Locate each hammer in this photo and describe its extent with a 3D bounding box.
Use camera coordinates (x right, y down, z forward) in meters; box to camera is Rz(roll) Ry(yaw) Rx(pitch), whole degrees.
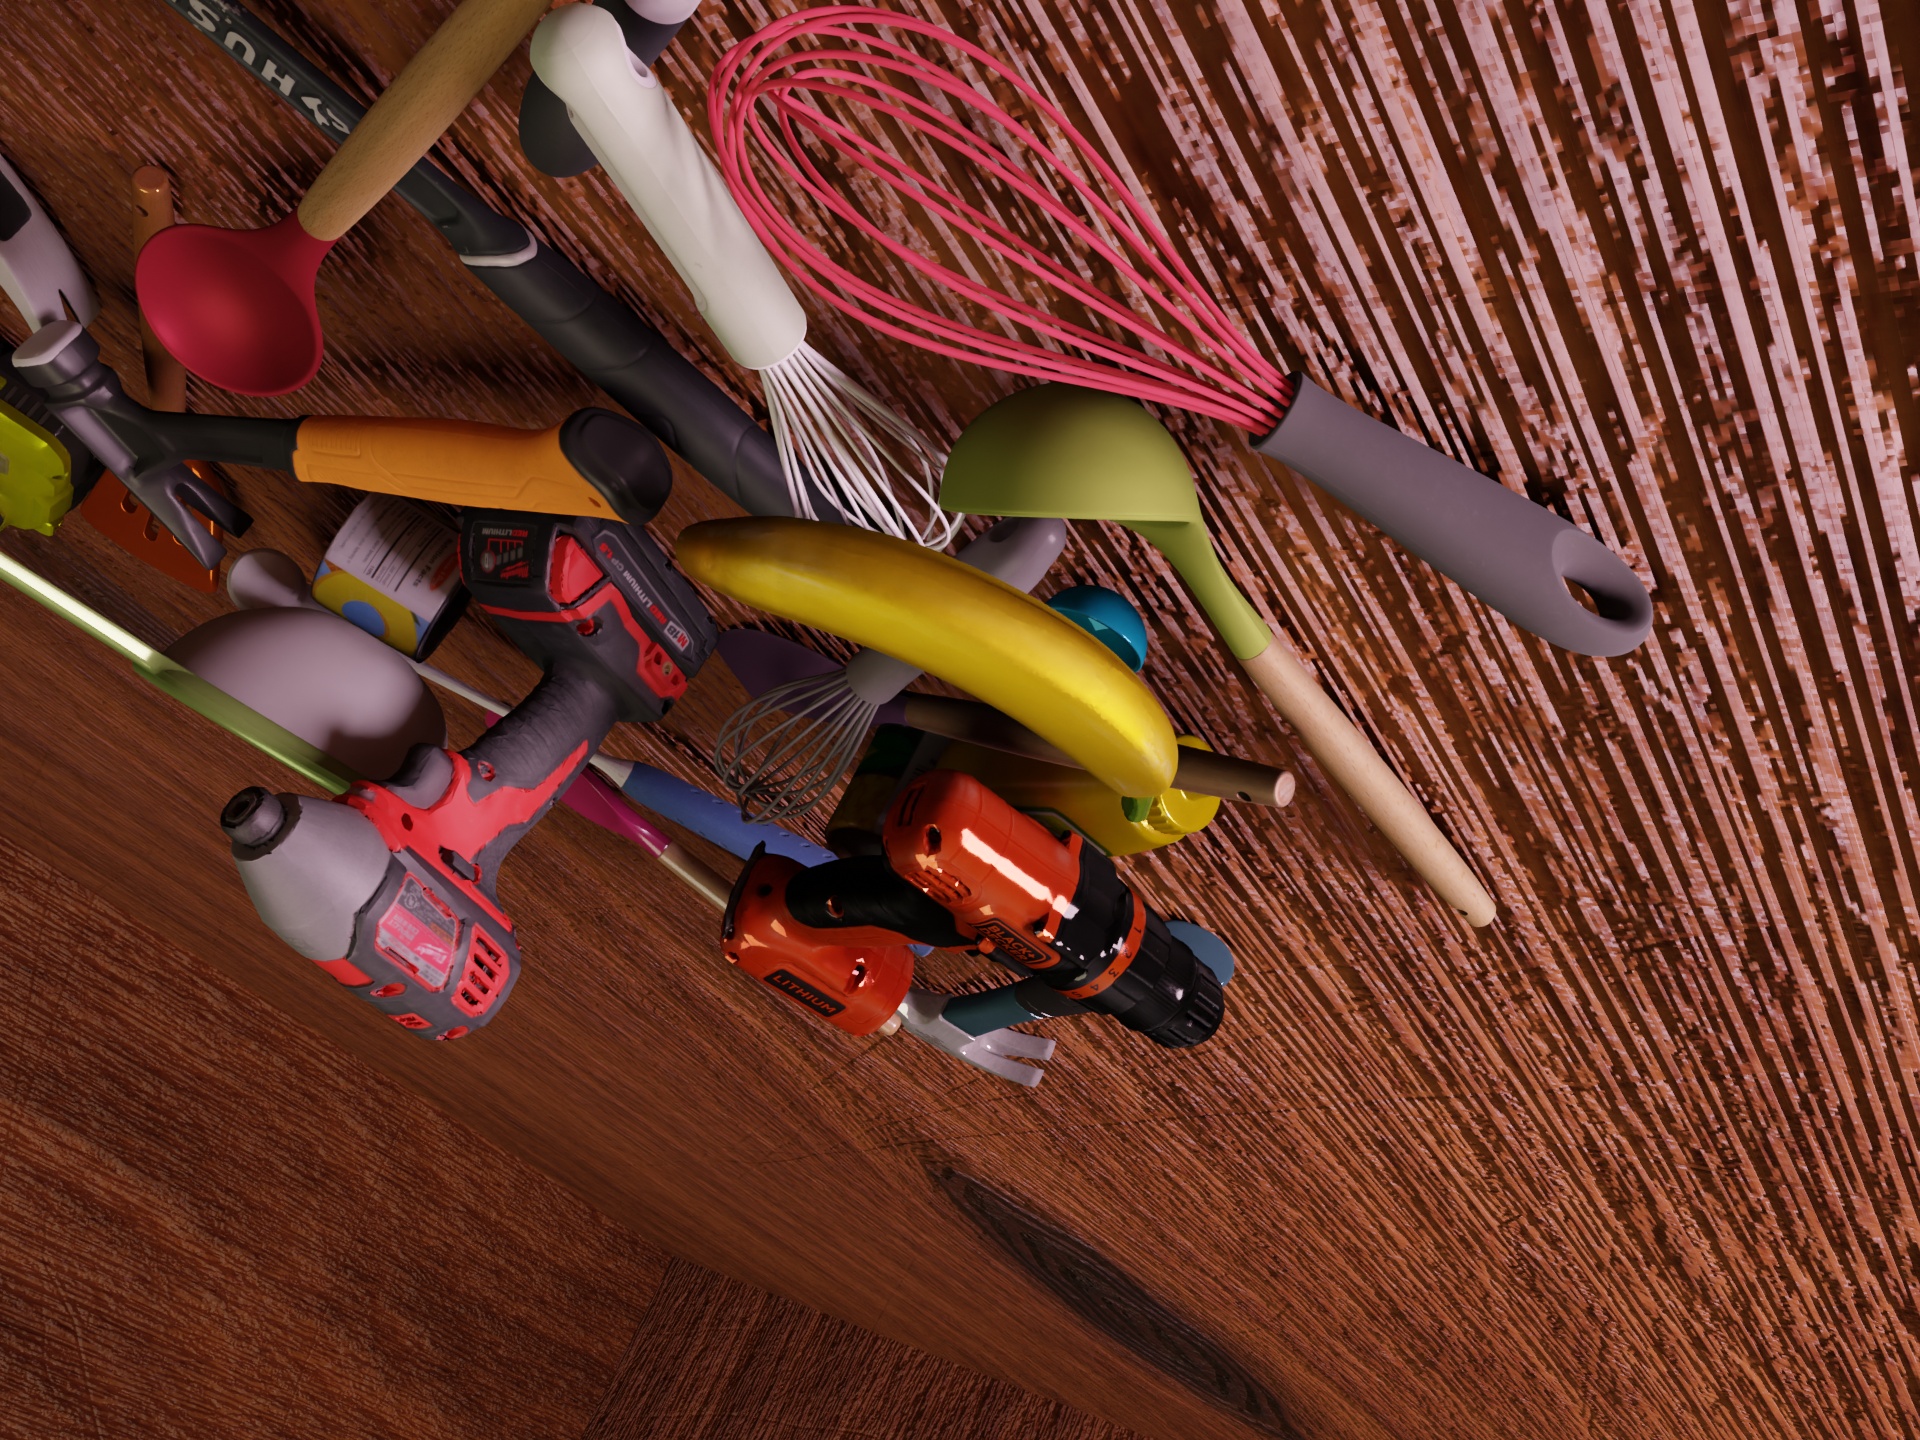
[{"bbox_3d":[-0.245,-0.102,0.643,0.337,0.034,0.127,10,146,32],"label":"hammer"},{"bbox_3d":[-0.190,0.023,0.865,0.405,0.035,0.144,29,172,-11],"label":"hammer"},{"bbox_3d":[-0.537,-0.246,0.723,0.335,0.035,0.146,14,150,25],"label":"hammer"},{"bbox_3d":[0.048,0.158,0.917,0.128,0.033,0.331,34,153,-12],"label":"hammer"},{"bbox_3d":[-0.173,-0.168,0.528,0.408,0.036,0.149,39,152,-24],"label":"hammer"}]

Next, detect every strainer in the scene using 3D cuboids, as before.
[{"bbox_3d":[-0.320,-0.037,0.697,0.152,0.069,0.256,19,161,46],"label":"strainer"}]

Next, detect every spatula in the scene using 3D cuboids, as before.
[{"bbox_3d":[-0.001,-0.002,0.651,0.316,0.018,0.059,13,145,43],"label":"spatula"},{"bbox_3d":[-0.374,-0.151,0.738,0.081,0.041,0.322,33,152,-11],"label":"spatula"}]

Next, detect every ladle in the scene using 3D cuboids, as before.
[{"bbox_3d":[0.108,-0.001,0.549,0.319,0.062,0.078,43,164,-35],"label":"ladle"},{"bbox_3d":[-0.188,-0.162,0.484,0.069,0.031,0.315,43,150,-27],"label":"ladle"}]

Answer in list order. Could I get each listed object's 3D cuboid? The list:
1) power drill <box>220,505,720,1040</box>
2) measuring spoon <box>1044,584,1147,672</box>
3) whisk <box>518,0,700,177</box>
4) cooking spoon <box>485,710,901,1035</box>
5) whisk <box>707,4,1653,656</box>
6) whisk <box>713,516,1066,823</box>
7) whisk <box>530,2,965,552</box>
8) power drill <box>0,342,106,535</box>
[{"bbox_3d":[-0.204,0.009,0.666,0.078,0.220,0.143,8,148,33],"label":"power drill"},{"bbox_3d":[0.030,-0.034,0.612,0.042,0.021,0.128,37,161,-21],"label":"measuring spoon"},{"bbox_3d":[-0.055,-0.189,0.363,0.070,0.070,0.284,37,157,-20],"label":"whisk"},{"bbox_3d":[-0.162,0.095,0.980,0.318,0.017,0.068,40,152,-9],"label":"cooking spoon"},{"bbox_3d":[0.067,-0.091,0.421,0.295,0.073,0.073,28,154,-13],"label":"whisk"},{"bbox_3d":[-0.033,-0.019,0.626,0.055,0.055,0.239,35,138,-16],"label":"whisk"},{"bbox_3d":[-0.054,-0.109,0.470,0.059,0.058,0.246,-28,148,6],"label":"whisk"},{"bbox_3d":[-0.535,-0.082,0.803,0.080,0.223,0.171,37,152,-20],"label":"power drill"}]
